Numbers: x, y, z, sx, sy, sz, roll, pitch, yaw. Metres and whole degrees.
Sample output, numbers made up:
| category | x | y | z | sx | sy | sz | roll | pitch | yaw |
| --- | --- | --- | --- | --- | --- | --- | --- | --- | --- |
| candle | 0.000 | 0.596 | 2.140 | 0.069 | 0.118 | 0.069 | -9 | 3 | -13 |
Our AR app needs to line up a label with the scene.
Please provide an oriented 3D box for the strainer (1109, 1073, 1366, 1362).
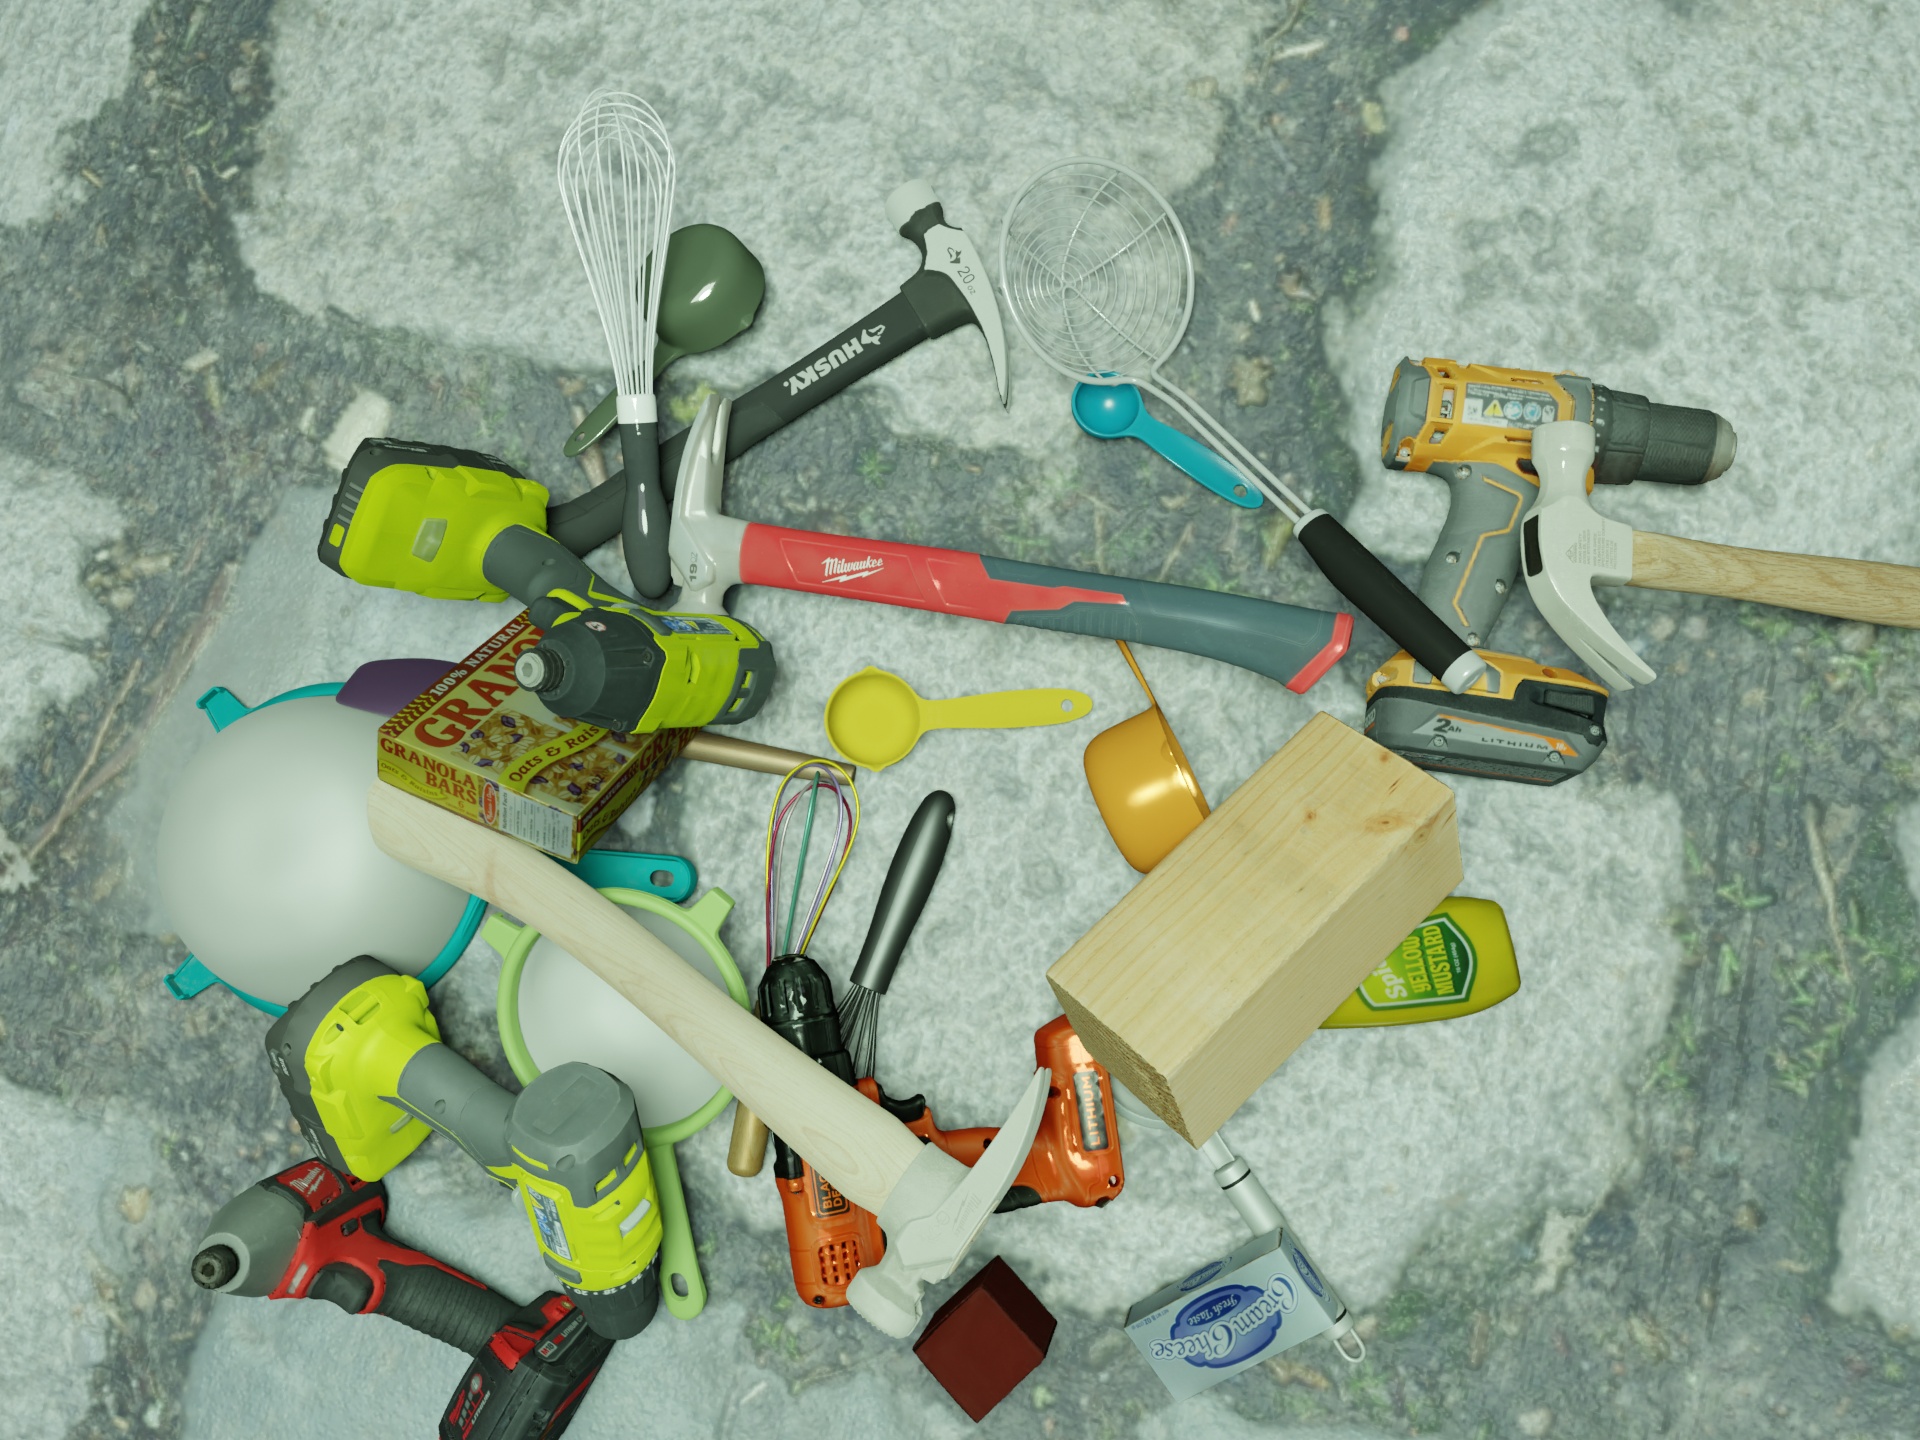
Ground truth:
| category | x | y | z | sx | sy | sz | roll | pitch | yaw |
| --- | --- | --- | --- | --- | --- | --- | --- | --- | --- |
| strainer | 0.146 | 0.242 | 0.876 | 0.087 | 0.050 | 0.258 | -37 | 84 | 19 |

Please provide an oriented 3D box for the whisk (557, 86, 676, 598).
| category | x | y | z | sx | sy | sz | roll | pitch | yaw |
| --- | --- | --- | --- | --- | --- | --- | --- | --- | --- |
| whisk | -0.188 | -0.210 | 0.906 | 0.070 | 0.070 | 0.284 | -1 | 102 | 8 |

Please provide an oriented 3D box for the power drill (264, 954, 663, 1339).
| category | x | y | z | sx | sy | sz | roll | pitch | yaw |
| --- | --- | --- | --- | --- | --- | --- | --- | --- | --- |
| power drill | -0.259 | 0.237 | 0.871 | 0.229 | 0.190 | 0.080 | 20 | 43 | 25 |

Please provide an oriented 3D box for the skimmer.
| category | x | y | z | sx | sy | sz | roll | pitch | yaw |
| --- | --- | --- | --- | --- | --- | --- | --- | --- | --- |
| skimmer | 0.153 | -0.163 | 0.850 | 0.127 | 0.090 | 0.364 | -29 | 63 | -22 |

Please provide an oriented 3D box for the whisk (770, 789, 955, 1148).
| category | x | y | z | sx | sy | sz | roll | pitch | yaw |
| --- | --- | --- | --- | --- | --- | --- | --- | --- | --- |
| whisk | -0.051 | 0.152 | 0.912 | 0.055 | 0.055 | 0.239 | 20 | 83 | 9 |

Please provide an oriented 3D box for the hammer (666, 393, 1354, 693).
| category | x | y | z | sx | sy | sz | roll | pitch | yaw |
| --- | --- | --- | --- | --- | --- | --- | --- | --- | --- |
| hammer | 0.021 | -0.087 | 0.875 | 0.386 | 0.038 | 0.143 | 10 | 97 | 16 |

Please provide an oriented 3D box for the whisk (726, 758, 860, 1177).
| category | x | y | z | sx | sy | sz | roll | pitch | yaw |
| --- | --- | --- | --- | --- | --- | --- | --- | --- | --- |
| whisk | -0.100 | 0.143 | 0.917 | 0.047 | 0.051 | 0.245 | 11 | 91 | -15 |

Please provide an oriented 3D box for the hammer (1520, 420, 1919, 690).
| category | x | y | z | sx | sy | sz | roll | pitch | yaw |
| --- | --- | --- | --- | --- | --- | --- | --- | --- | --- |
| hammer | 0.449 | -0.067 | 0.823 | 0.331 | 0.031 | 0.130 | 7 | 79 | -7 |

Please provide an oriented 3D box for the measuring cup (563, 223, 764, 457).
| category | x | y | z | sx | sy | sz | roll | pitch | yaw |
| --- | --- | --- | --- | --- | --- | --- | --- | --- | --- |
| measuring cup | -0.188 | -0.228 | 0.950 | 0.083 | 0.038 | 0.167 | 37 | 84 | 35 |

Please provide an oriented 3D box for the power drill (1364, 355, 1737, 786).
| category | x | y | z | sx | sy | sz | roll | pitch | yaw |
| --- | --- | --- | --- | --- | --- | --- | --- | --- | --- |
| power drill | 0.316 | -0.082 | 0.866 | 0.185 | 0.084 | 0.226 | 8 | 81 | 7 |

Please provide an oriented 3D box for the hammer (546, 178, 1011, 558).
| category | x | y | z | sx | sy | sz | roll | pitch | yaw |
| --- | --- | --- | --- | --- | --- | --- | --- | --- | --- |
| hammer | -0.124 | -0.177 | 0.958 | 0.335 | 0.035 | 0.146 | -32 | 80 | 4 |

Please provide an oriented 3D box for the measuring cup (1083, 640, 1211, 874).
| category | x | y | z | sx | sy | sz | roll | pitch | yaw |
| --- | --- | --- | --- | --- | --- | --- | --- | --- | --- |
| measuring cup | 0.089 | 0.007 | 0.895 | 0.052 | 0.095 | 0.174 | -27 | 63 | 9 |

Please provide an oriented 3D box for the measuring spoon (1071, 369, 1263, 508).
| category | x | y | z | sx | sy | sz | roll | pitch | yaw |
| --- | --- | --- | --- | --- | --- | --- | --- | --- | --- |
| measuring spoon | 0.120 | -0.159 | 0.933 | 0.128 | 0.021 | 0.042 | 33 | 75 | 1 |

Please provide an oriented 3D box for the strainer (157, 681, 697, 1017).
| category | x | y | z | sx | sy | sz | roll | pitch | yaw |
| --- | --- | --- | --- | --- | --- | --- | --- | --- | --- |
| strainer | -0.330 | 0.081 | 0.930 | 0.340 | 0.095 | 0.211 | 4 | 85 | 10 |

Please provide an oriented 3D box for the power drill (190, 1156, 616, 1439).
| category | x | y | z | sx | sy | sz | roll | pitch | yaw |
| --- | --- | --- | --- | --- | --- | --- | --- | --- | --- |
| power drill | -0.312 | 0.325 | 0.881 | 0.220 | 0.143 | 0.078 | 30 | 92 | 7 |

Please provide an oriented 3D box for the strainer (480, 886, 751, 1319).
| category | x | y | z | sx | sy | sz | roll | pitch | yaw |
| --- | --- | --- | --- | --- | --- | --- | --- | --- | --- |
| strainer | -0.173 | 0.213 | 0.918 | 0.151 | 0.069 | 0.256 | -8 | 99 | 13 |

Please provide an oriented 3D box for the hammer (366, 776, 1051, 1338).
| category | x | y | z | sx | sy | sz | roll | pitch | yaw |
| --- | --- | --- | --- | --- | --- | --- | --- | --- | --- |
| hammer | -0.149 | 0.132 | 0.831 | 0.411 | 0.038 | 0.146 | 33 | 84 | 17 |

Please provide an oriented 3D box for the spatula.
| category | x | y | z | sx | sy | sz | roll | pitch | yaw |
| --- | --- | --- | --- | --- | --- | --- | --- | --- | --- |
| spatula | -0.217 | 0.002 | 0.954 | 0.316 | 0.060 | 0.018 | 11 | 129 | 6 |

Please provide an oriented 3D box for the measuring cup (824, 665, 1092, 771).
| category | x | y | z | sx | sy | sz | roll | pitch | yaw |
| --- | --- | --- | --- | --- | --- | --- | --- | --- | --- |
| measuring cup | -0.001 | -0.003 | 0.933 | 0.156 | 0.029 | 0.062 | -4 | 84 | -4 |

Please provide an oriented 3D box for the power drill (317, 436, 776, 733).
| category | x | y | z | sx | sy | sz | roll | pitch | yaw |
| --- | --- | --- | --- | --- | --- | --- | --- | --- | --- |
| power drill | -0.228 | -0.067 | 0.849 | 0.223 | 0.171 | 0.080 | 32 | 105 | 23 |
